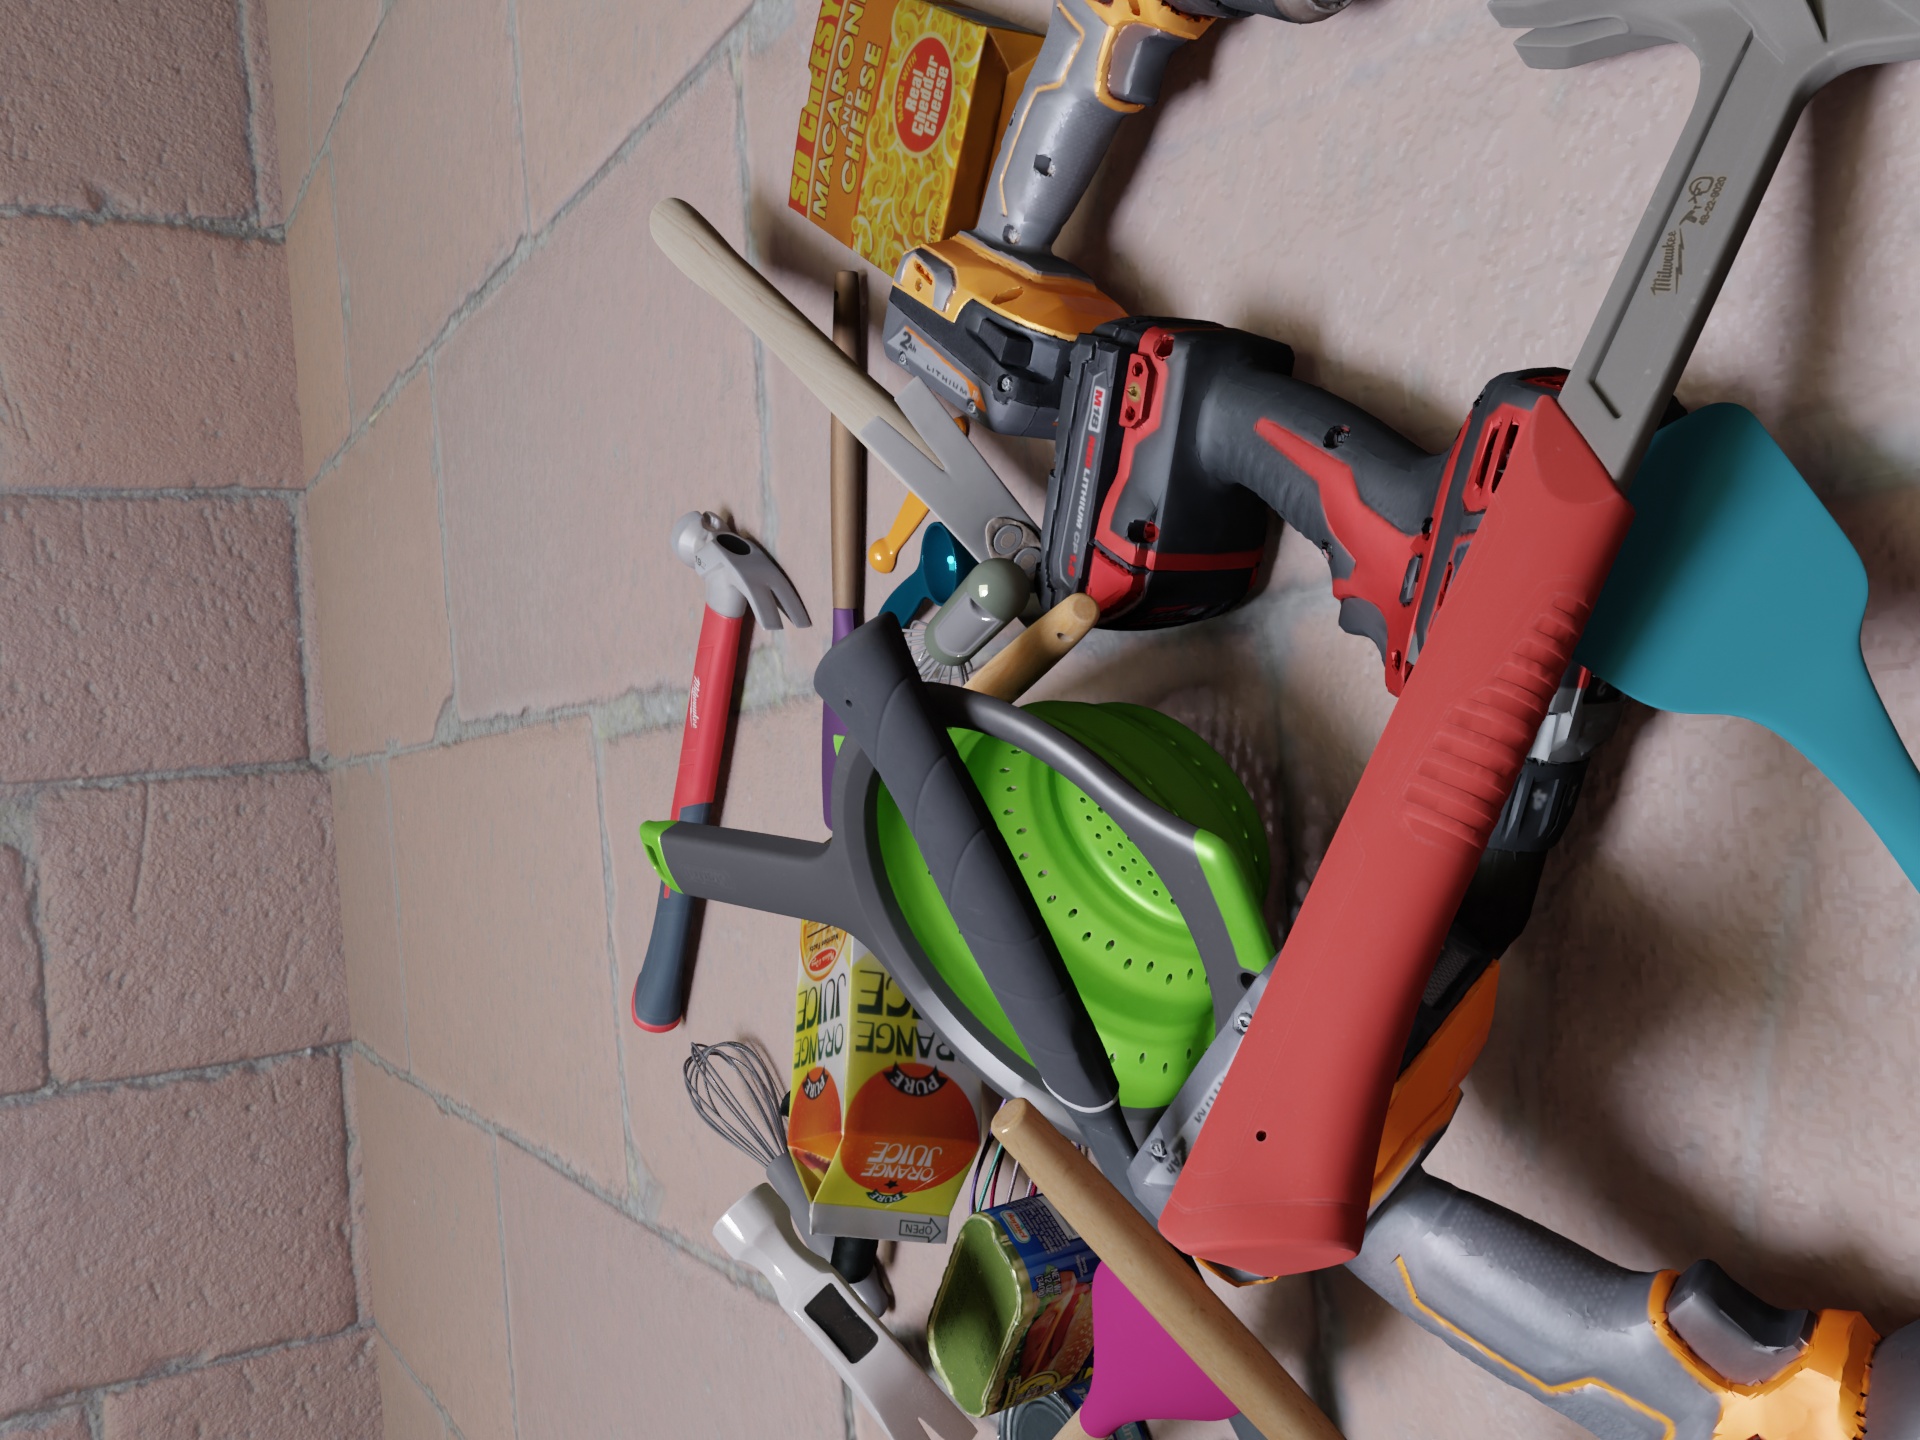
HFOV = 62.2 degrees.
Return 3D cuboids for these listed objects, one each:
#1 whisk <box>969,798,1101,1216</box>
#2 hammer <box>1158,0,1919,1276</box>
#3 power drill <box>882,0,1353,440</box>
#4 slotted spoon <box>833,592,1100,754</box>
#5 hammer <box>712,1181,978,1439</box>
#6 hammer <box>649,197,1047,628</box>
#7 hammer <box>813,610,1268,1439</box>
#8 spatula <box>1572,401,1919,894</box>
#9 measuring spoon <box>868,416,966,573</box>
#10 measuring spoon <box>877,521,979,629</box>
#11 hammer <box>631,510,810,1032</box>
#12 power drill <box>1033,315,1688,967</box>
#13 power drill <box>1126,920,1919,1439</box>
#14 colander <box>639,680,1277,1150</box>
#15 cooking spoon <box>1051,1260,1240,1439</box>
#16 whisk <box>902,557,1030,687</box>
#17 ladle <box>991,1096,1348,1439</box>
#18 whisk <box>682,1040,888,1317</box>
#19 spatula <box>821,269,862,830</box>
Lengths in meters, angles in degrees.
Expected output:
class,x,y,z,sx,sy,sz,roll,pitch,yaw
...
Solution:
class,x,y,z,sx,sy,sz,roll,pitch,yaw
whisk,0.038,0.148,0.733,0.047,0.051,0.245,35,120,58
hammer,0.133,-0.035,0.398,0.149,0.036,0.359,21,83,49
power drill,0.059,-0.224,0.619,0.186,0.084,0.226,44,126,45
slotted spoon,-0.001,-0.002,0.697,0.313,0.070,0.031,140,153,-69
hammer,-0.047,0.308,0.771,0.130,0.031,0.331,44,162,19
hammer,-0.079,-0.188,0.790,0.038,0.146,0.411,-44,46,3
hammer,0.054,0.148,0.571,0.149,0.036,0.409,-13,107,54
spatula,0.242,0.059,0.358,0.082,0.044,0.318,-35,73,7
measuring spoon,-0.025,-0.116,0.828,0.117,0.011,0.021,-54,50,47
measuring spoon,-0.017,-0.066,0.826,0.128,0.021,0.042,141,119,-64
hammer,-0.175,0.063,1.074,0.143,0.038,0.386,44,130,45
power drill,0.123,-0.038,0.540,0.227,0.080,0.187,32,121,49
power drill,0.171,0.145,0.424,0.227,0.084,0.164,39,129,19
colander,-0.003,0.056,0.679,0.397,0.094,0.204,3,120,48
cooking spoon,0.049,0.292,0.645,0.069,0.017,0.318,43,142,21
whisk,-0.006,-0.035,0.714,0.058,0.059,0.246,40,167,-3
ladle,0.104,0.231,0.465,0.320,0.062,0.078,50,165,-15
whisk,-0.111,0.281,0.992,0.239,0.055,0.055,44,130,42
spatula,-0.063,-0.088,0.889,0.060,0.018,0.316,14,106,54
